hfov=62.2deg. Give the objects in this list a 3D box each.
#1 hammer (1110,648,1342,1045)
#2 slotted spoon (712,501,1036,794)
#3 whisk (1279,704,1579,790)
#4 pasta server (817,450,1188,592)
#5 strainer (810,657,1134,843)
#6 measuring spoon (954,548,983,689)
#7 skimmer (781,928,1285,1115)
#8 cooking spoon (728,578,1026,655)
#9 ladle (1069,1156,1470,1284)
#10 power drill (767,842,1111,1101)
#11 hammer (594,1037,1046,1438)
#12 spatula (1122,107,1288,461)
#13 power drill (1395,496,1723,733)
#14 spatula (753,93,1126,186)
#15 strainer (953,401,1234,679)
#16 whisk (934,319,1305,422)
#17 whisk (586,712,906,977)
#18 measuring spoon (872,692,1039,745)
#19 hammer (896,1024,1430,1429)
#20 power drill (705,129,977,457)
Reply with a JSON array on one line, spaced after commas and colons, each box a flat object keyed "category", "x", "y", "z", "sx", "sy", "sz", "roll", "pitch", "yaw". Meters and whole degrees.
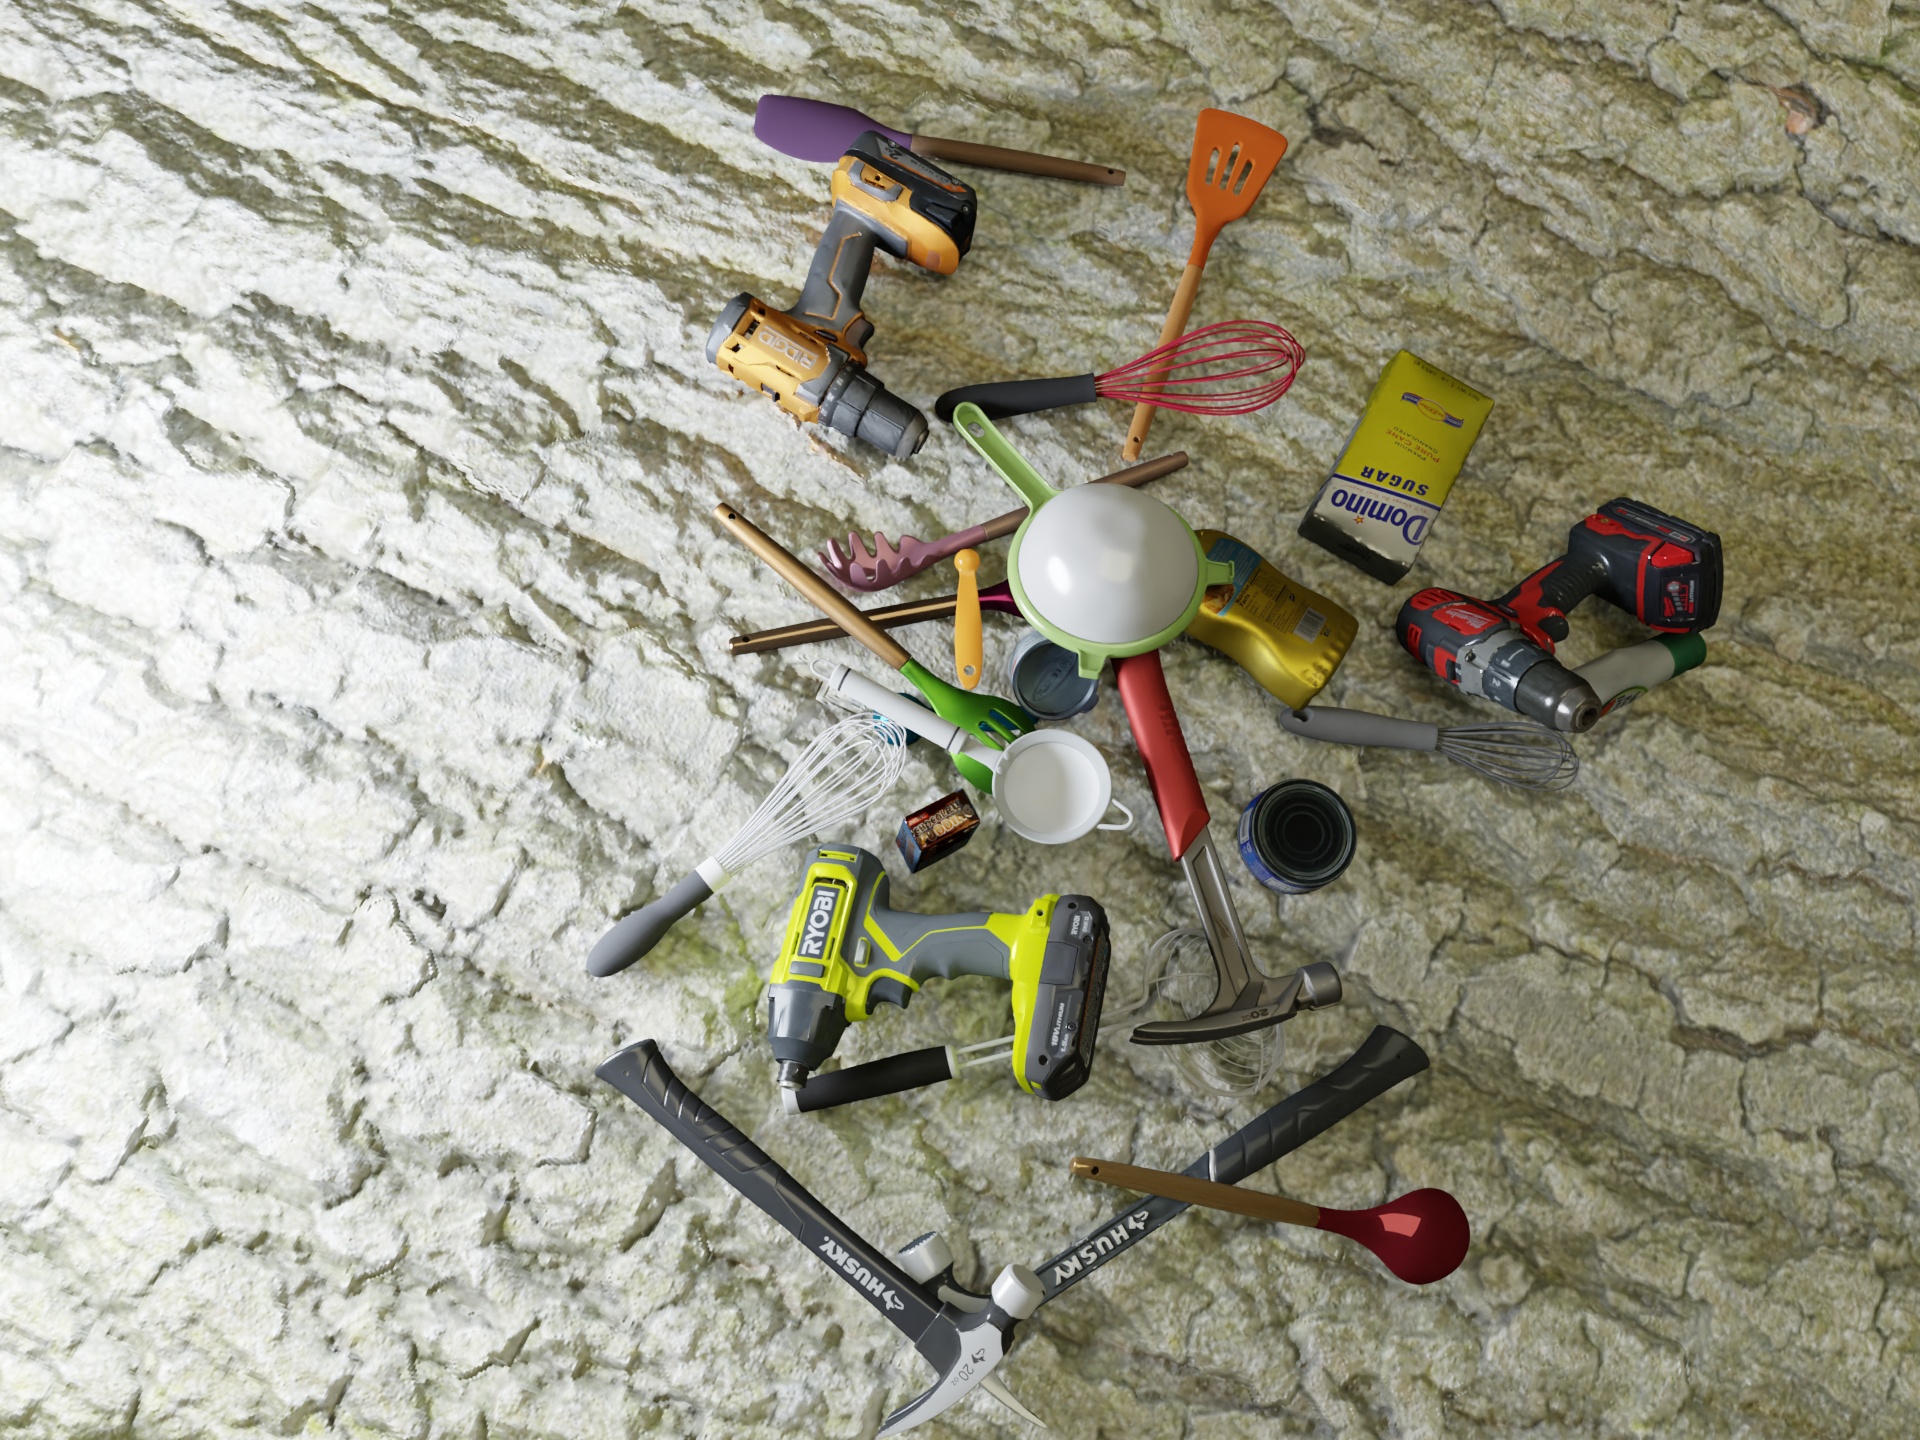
[{"category": "hammer", "x": 0.149, "y": 0.056, "z": 1.159, "sx": 0.149, "sy": 0.036, "sz": 0.359, "roll": -10, "pitch": 62, "yaw": -9}, {"category": "slotted spoon", "x": -0.062, "y": -0.057, "z": 1.186, "sx": 0.314, "sy": 0.031, "sz": 0.070, "roll": 40, "pitch": 72, "yaw": -1}, {"category": "whisk", "x": 0.367, "y": 0.017, "z": 1.242, "sx": 0.239, "sy": 0.055, "sz": 0.055, "roll": 8, "pitch": 74, "yaw": -1}, {"category": "pasta server", "x": 0.040, "y": -0.163, "z": 1.250, "sx": 0.316, "sy": 0.040, "sz": 0.060, "roll": -22, "pitch": 34, "yaw": -15}, {"category": "strainer", "x": 0.006, "y": 0.018, "z": 1.150, "sx": 0.258, "sy": 0.050, "sz": 0.087, "roll": 28, "pitch": 71, "yaw": 3}, {"category": "measuring spoon", "x": 0.006, "y": -0.078, "z": 1.194, "sx": 0.021, "sy": 0.011, "sz": 0.117, "roll": -1, "pitch": 68, "yaw": 0}, {"category": "skimmer", "x": 0.056, "y": 0.238, "z": 1.143, "sx": 0.363, "sy": 0.090, "sz": 0.127, "roll": -13, "pitch": 64, "yaw": 0}, {"category": "cooking spoon", "x": -0.019, "y": -0.086, "z": 1.214, "sx": 0.319, "sy": 0.017, "sz": 0.069, "roll": -11, "pitch": 61, "yaw": -4}, {"category": "ladle", "x": 0.223, "y": 0.339, "z": 1.108, "sx": 0.315, "sy": 0.031, "sz": 0.069, "roll": 15, "pitch": 83, "yaw": -13}, {"category": "power drill", "x": -0.018, "y": 0.182, "z": 1.093, "sx": 0.223, "sy": 0.080, "sz": 0.171, "roll": 6, "pitch": 64, "yaw": 16}, {"category": "hammer", "x": -0.115, "y": 0.334, "z": 1.076, "sx": 0.335, "sy": 0.035, "sz": 0.146, "roll": 37, "pitch": 99, "yaw": 10}, {"category": "spatula", "x": 0.190, "y": -0.361, "z": 1.324, "sx": 0.081, "sy": 0.041, "sz": 0.323, "roll": 20, "pitch": 74, "yaw": -2}, {"category": "power drill", "x": 0.476, "y": -0.076, "z": 1.219, "sx": 0.226, "sy": 0.080, "sz": 0.188, "roll": -24, "pitch": 35, "yaw": -14}, {"category": "spatula", "x": -0.016, "y": -0.481, "z": 1.342, "sx": 0.316, "sy": 0.018, "sz": 0.060, "roll": 7, "pitch": 75, "yaw": -4}, {"category": "strainer", "x": 0.079, "y": -0.164, "z": 1.190, "sx": 0.151, "sy": 0.069, "sz": 0.256, "roll": -35, "pitch": 70, "yaw": -17}, {"category": "whisk", "x": 0.126, "y": -0.267, "z": 1.264, "sx": 0.296, "sy": 0.073, "sz": 0.073, "roll": -7, "pitch": 75, "yaw": 4}, {"category": "whisk", "x": -0.152, "y": 0.091, "z": 1.146, "sx": 0.284, "sy": 0.070, "sz": 0.070, "roll": -39, "pitch": 83, "yaw": -11}, {"category": "measuring spoon", "x": -0.002, "y": -0.004, "z": 1.207, "sx": 0.128, "sy": 0.021, "sz": 0.042, "roll": -1, "pitch": 75, "yaw": -7}, {"category": "hammer", "x": 0.165, "y": 0.336, "z": 1.129, "sx": 0.409, "sy": 0.036, "sz": 0.149, "roll": -28, "pitch": 81, "yaw": -14}, {"category": "power drill", "x": -0.068, "y": -0.331, "z": 1.263, "sx": 0.185, "sy": 0.084, "sz": 0.226, "roll": 31, "pitch": 77, "yaw": 1}]
